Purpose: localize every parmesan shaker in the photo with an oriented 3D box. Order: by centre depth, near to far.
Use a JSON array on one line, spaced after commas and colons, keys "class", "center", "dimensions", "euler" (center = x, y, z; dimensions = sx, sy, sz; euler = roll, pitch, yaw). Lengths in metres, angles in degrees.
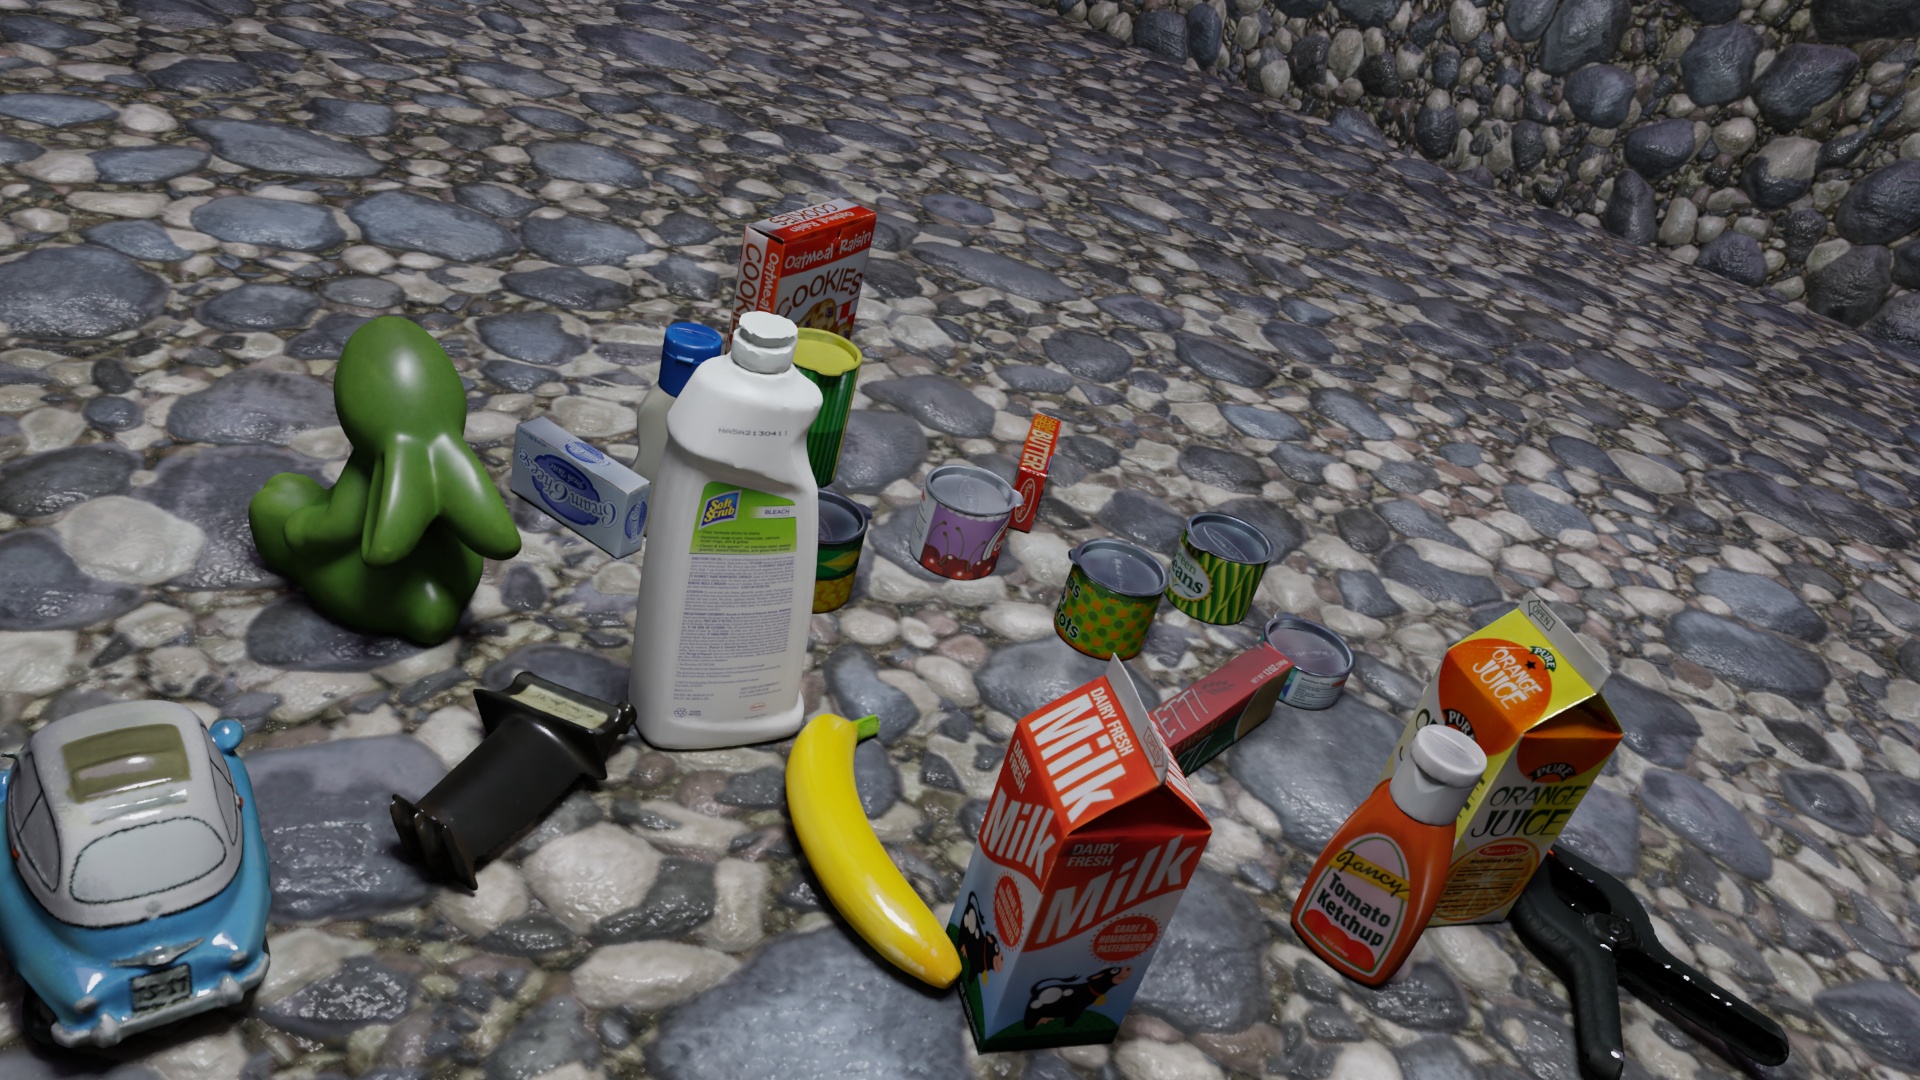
[{"class": "parmesan shaker", "center": [-0.114, -0.095, 1.028], "dimensions": [0.071, 0.102, 0.072], "euler": [12, 31, -7]}]

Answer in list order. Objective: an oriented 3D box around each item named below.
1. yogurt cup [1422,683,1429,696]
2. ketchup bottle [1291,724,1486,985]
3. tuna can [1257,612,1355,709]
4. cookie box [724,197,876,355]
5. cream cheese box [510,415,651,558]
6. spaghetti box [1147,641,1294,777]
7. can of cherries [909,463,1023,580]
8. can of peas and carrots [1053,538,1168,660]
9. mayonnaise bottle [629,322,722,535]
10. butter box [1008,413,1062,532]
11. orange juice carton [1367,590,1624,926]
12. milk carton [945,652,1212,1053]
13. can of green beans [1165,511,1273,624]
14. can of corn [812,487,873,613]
[{"class": "yogurt cup", "center": [0.328, 0.132, 0.916], "dimensions": [0.072, 0.053, 0.073], "euler": [12, 32, -7]}, {"class": "ketchup bottle", "center": [0.229, 0.163, 0.732], "dimensions": [0.065, 0.148, 0.044], "euler": [36, 36, 29]}, {"class": "tuna can", "center": [0.237, 0.084, 0.971], "dimensions": [0.071, 0.032, 0.071], "euler": [12, 32, -7]}, {"class": "cookie box", "center": [-0.128, -0.174, 1.085], "dimensions": [0.040, 0.166, 0.123], "euler": [28, 33, 19]}, {"class": "cream cheese box", "center": [-0.252, -0.036, 0.919], "dimensions": [0.104, 0.053, 0.024], "euler": [29, 34, 21]}, {"class": "spaghetti box", "center": [0.122, 0.125, 0.838], "dimensions": [0.029, 0.050, 0.251], "euler": [35, 36, 28]}, {"class": "can of cherries", "center": [0.004, -0.012, 0.993], "dimensions": [0.071, 0.058, 0.072], "euler": [12, 32, -7]}, {"class": "can of peas and carrots", "center": [0.100, 0.040, 0.954], "dimensions": [0.071, 0.058, 0.071], "euler": [12, 32, -7]}, {"class": "mayonnaise bottle", "center": [-0.185, -0.070, 0.913], "dimensions": [0.065, 0.147, 0.041], "euler": [14, 31, -3]}, {"class": "butter box", "center": [0.057, -0.055, 1.089], "dimensions": [0.024, 0.052, 0.104], "euler": [17, 31, 2]}, {"class": "orange juice carton", "center": [0.299, 0.125, 0.782], "dimensions": [0.073, 0.191, 0.072], "euler": [3, 34, -21]}, {"class": "milk carton", "center": [0.055, 0.146, 0.640], "dimensions": [0.073, 0.189, 0.072], "euler": [3, 33, -20]}, {"class": "can of green beans", "center": [0.190, 0.021, 1.026], "dimensions": [0.071, 0.057, 0.071], "euler": [12, 32, -7]}, {"class": "can of corn", "center": [-0.097, 0.006, 0.919], "dimensions": [0.071, 0.058, 0.071], "euler": [12, 32, -7]}]
